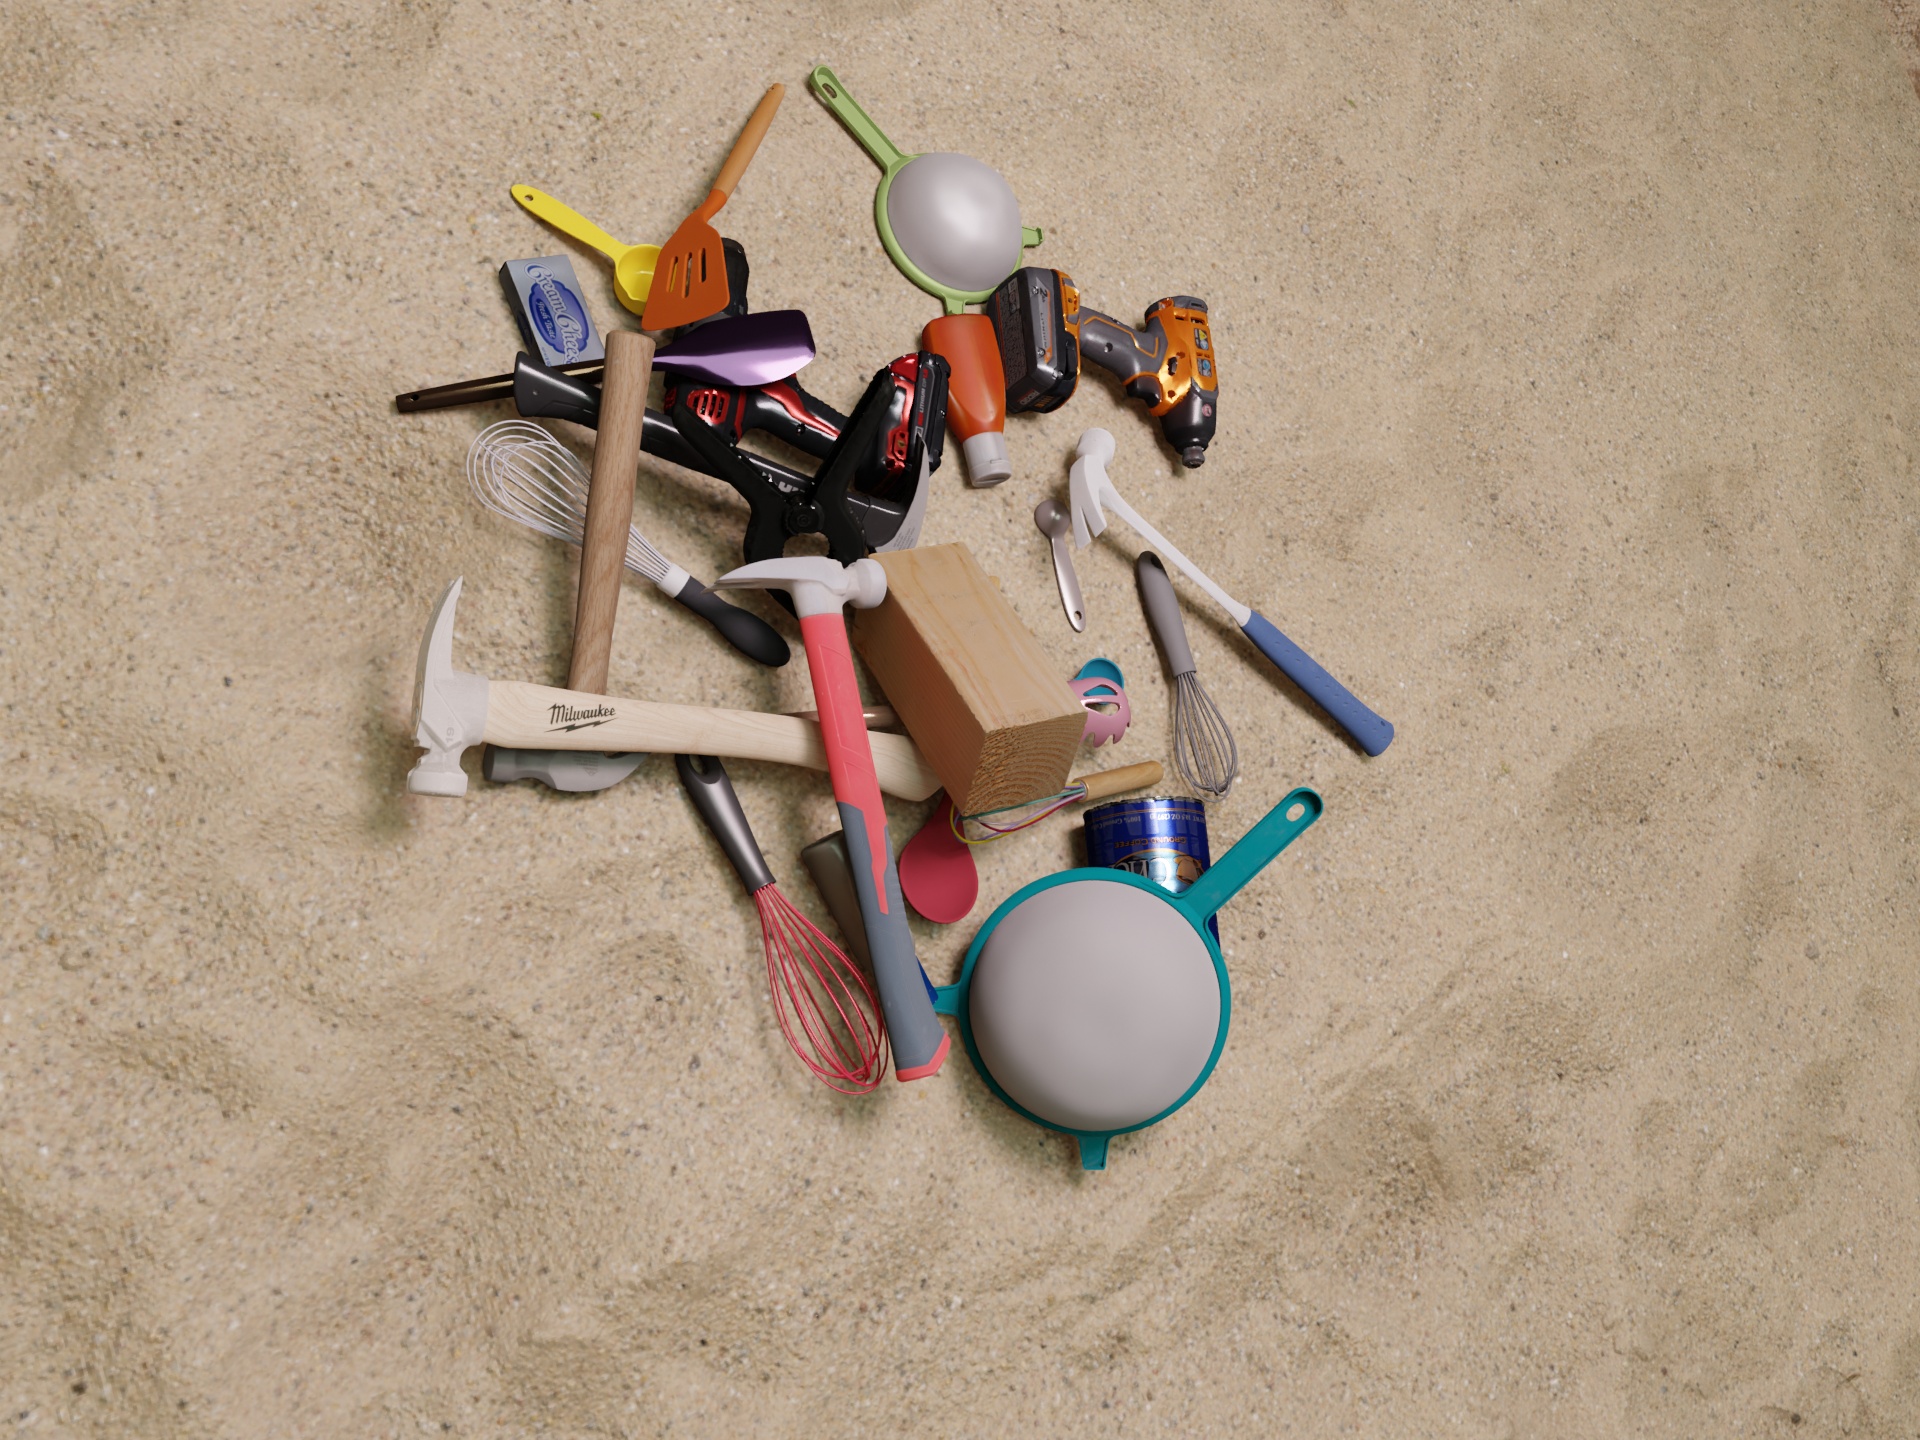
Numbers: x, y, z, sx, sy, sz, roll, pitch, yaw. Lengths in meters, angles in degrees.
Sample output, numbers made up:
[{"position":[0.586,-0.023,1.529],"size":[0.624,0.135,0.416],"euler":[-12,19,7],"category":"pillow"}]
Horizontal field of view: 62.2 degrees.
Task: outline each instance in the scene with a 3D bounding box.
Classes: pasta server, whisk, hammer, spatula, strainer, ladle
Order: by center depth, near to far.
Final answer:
[{"position":[-0.255,-0.113,1.145],"size":[0.130,0.031,0.331],"euler":[8,90,-30],"category":"hammer"},{"position":[-0.084,0.069,1.149],"size":[0.143,0.038,0.386],"euler":[-6,79,-37],"category":"hammer"},{"position":[-0.184,-0.001,1.152],"size":[0.410,0.038,0.146],"euler":[8,83,-32],"category":"hammer"},{"position":[-0.137,0.141,1.173],"size":[0.073,0.073,0.296],"euler":[-24,80,-32],"category":"whisk"},{"position":[0.147,0.177,1.184],"size":[0.340,0.095,0.211],"euler":[-44,91,6],"category":"strainer"},{"position":[-0.244,-0.124,1.199],"size":[0.284,0.070,0.070],"euler":[36,61,-20],"category":"whisk"},{"position":[-0.263,-0.264,1.203],"size":[0.316,0.018,0.060],"euler":[-13,80,-15],"category":"spatula"},{"position":[-0.179,-0.203,1.214],"size":[0.334,0.146,0.035],"euler":[20,22,-22],"category":"hammer"},{"position":[-0.002,-0.004,1.283],"size":[0.316,0.040,0.060],"euler":[-4,70,-19],"category":"pasta server"},{"position":[0.002,0.019,1.302],"size":[0.069,0.031,0.316],"euler":[20,64,-19],"category":"ladle"},{"position":[-0.188,-0.433,1.303],"size":[0.323,0.081,0.041],"euler":[-75,147,-41],"category":"spatula"},{"position":[0.084,0.058,1.306],"size":[0.245,0.051,0.047],"euler":[-11,75,-42],"category":"whisk"},{"position":[0.197,-0.042,1.418],"size":[0.055,0.055,0.239],"euler":[-7,74,-30],"category":"whisk"},{"position":[-0.032,-0.494,1.419],"size":[0.256,0.069,0.151],"euler":[46,59,-10],"category":"strainer"},{"position":[0.248,-0.096,1.440],"size":[0.405,0.035,0.144],"euler":[39,37,-19],"category":"hammer"}]

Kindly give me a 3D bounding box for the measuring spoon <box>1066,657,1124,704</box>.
[{"position":[0.081,-0.022,1.367],"size":[0.128,0.021,0.042],"euler":[-15,83,-22],"category":"measuring spoon"}]

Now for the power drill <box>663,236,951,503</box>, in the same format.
[{"position":[-0.127,-0.285,1.301],"size":[0.226,0.080,0.188],"euler":[13,69,-21],"category":"power drill"}]

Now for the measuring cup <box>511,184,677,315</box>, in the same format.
[{"position":[-0.292,-0.377,1.273],"size":[0.156,0.029,0.062],"euler":[32,61,-4],"category":"measuring cup"}]

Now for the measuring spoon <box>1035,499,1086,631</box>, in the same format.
[{"position":[0.095,-0.139,1.406],"size":[0.034,0.018,0.124],"euler":[-8,79,-30],"category":"measuring spoon"}]

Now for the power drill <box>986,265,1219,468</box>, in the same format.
[{"position":[0.142,-0.319,1.454],"size":[0.226,0.084,0.164],"euler":[3,74,-32],"category":"power drill"}]
